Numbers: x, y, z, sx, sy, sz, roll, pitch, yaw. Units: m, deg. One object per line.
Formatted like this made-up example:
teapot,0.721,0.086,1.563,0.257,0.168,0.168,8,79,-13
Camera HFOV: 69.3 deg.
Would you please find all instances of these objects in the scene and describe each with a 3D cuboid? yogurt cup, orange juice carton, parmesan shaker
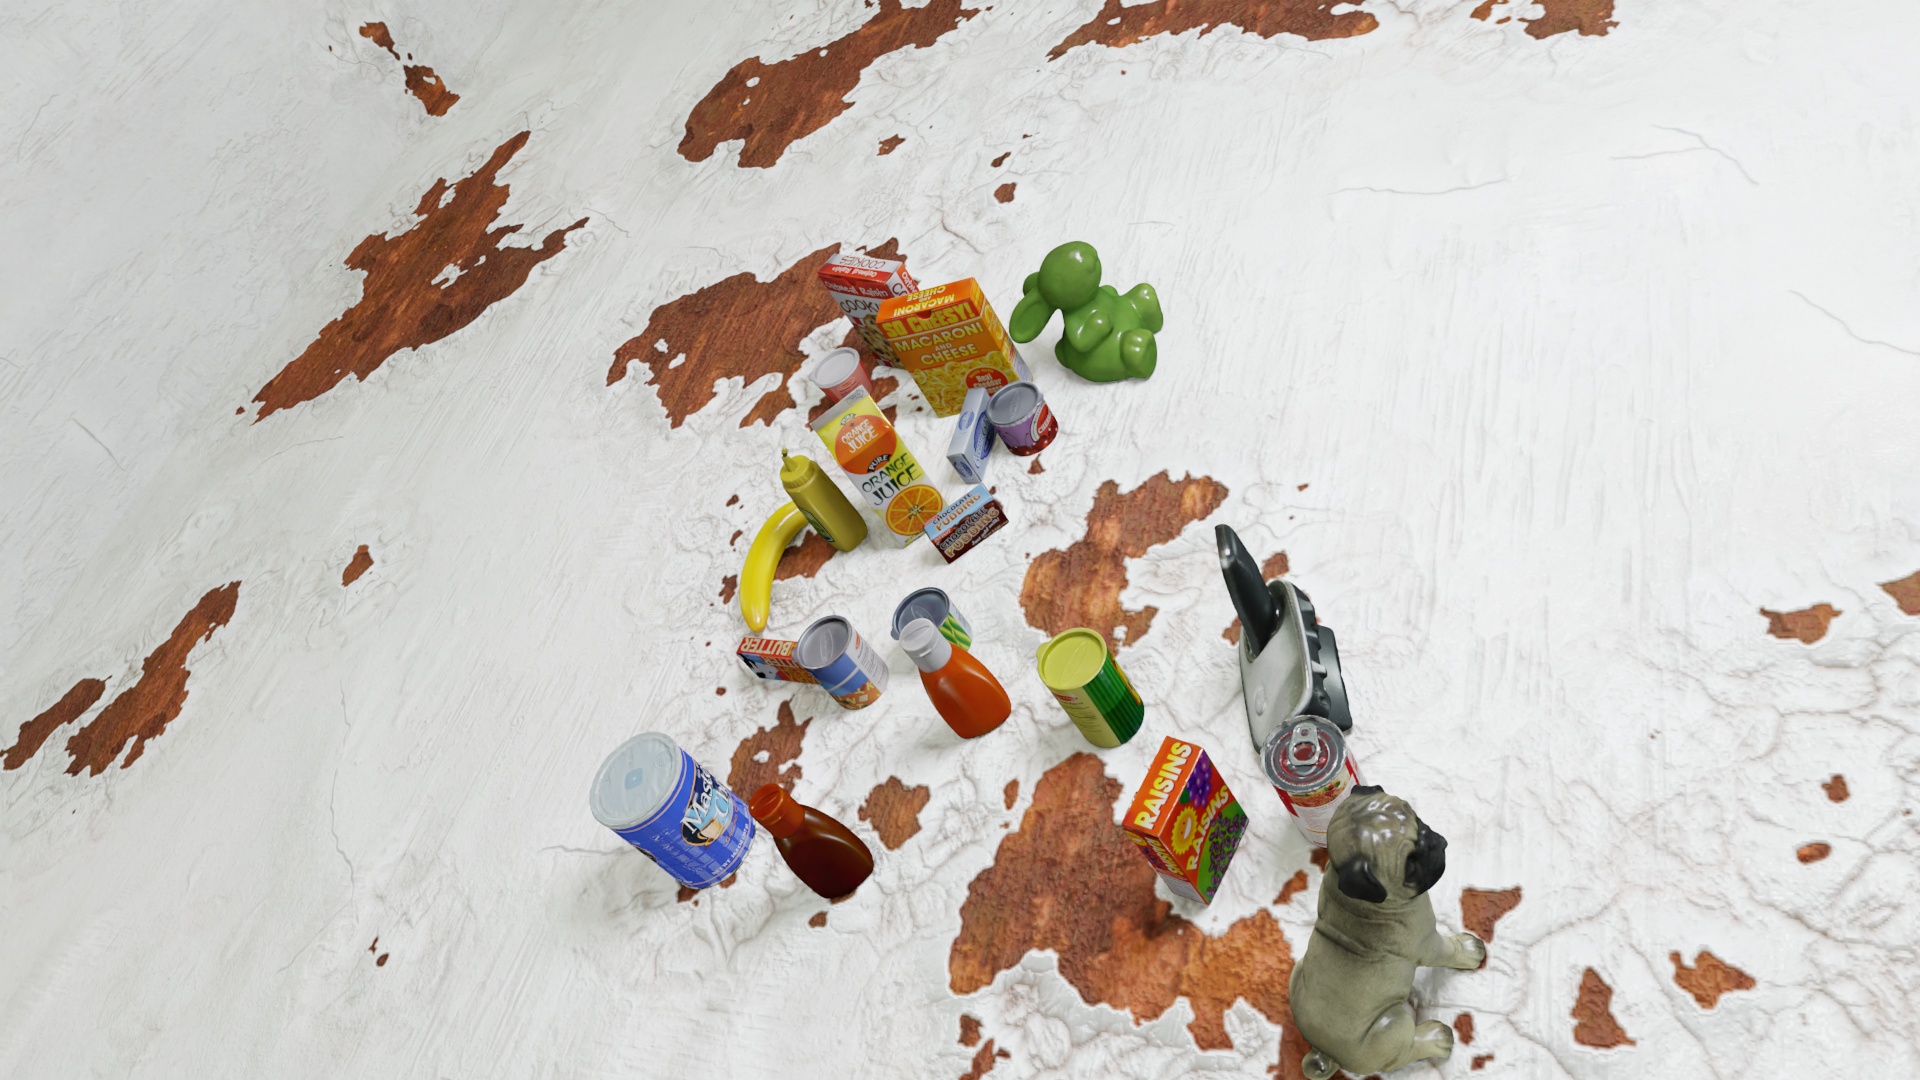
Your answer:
yogurt cup,-0.148,-0.205,1.778,0.072,0.053,0.073,-18,45,19
orange juice carton,-0.090,-0.087,1.532,0.072,0.192,0.073,-36,42,0
parmesan shaker,0.119,0.134,1.267,0.071,0.102,0.072,-18,45,19

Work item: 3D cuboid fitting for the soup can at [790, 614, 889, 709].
soup can,-0.124,0.128,1.441,0.071,0.083,0.072,-18,45,19

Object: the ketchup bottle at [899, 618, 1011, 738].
ketchup bottle,-0.008,0.130,1.318,0.064,0.148,0.044,-30,43,6

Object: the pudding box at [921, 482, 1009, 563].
pudding box,0.005,-0.019,1.516,0.084,0.049,0.030,-35,42,1

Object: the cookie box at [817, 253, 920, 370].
cookie box,-0.087,-0.278,1.720,0.123,0.167,0.040,16,63,41

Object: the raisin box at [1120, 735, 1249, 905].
raisin box,0.184,0.228,1.127,0.040,0.123,0.086,12,60,39

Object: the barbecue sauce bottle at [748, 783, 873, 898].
barbecue sauce bottle,-0.140,0.274,1.273,0.065,0.148,0.044,-32,42,4

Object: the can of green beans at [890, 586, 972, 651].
can of green beans,-0.028,0.091,1.433,0.071,0.057,0.071,-18,45,19

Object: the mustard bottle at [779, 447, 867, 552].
mustard bottle,-0.164,-0.052,1.572,0.049,0.159,0.065,-48,44,-13

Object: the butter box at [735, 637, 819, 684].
butter box,-0.188,0.131,1.503,0.103,0.053,0.024,2,54,34

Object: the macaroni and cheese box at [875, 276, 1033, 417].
macaroni and cheese box,-0.005,-0.221,1.617,0.123,0.166,0.040,-11,48,25

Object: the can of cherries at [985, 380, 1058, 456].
can of cherries,0.072,-0.138,1.573,0.071,0.058,0.072,-18,45,19

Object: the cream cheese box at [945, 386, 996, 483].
cream cheese box,0.017,-0.121,1.597,0.024,0.053,0.104,-5,51,30
